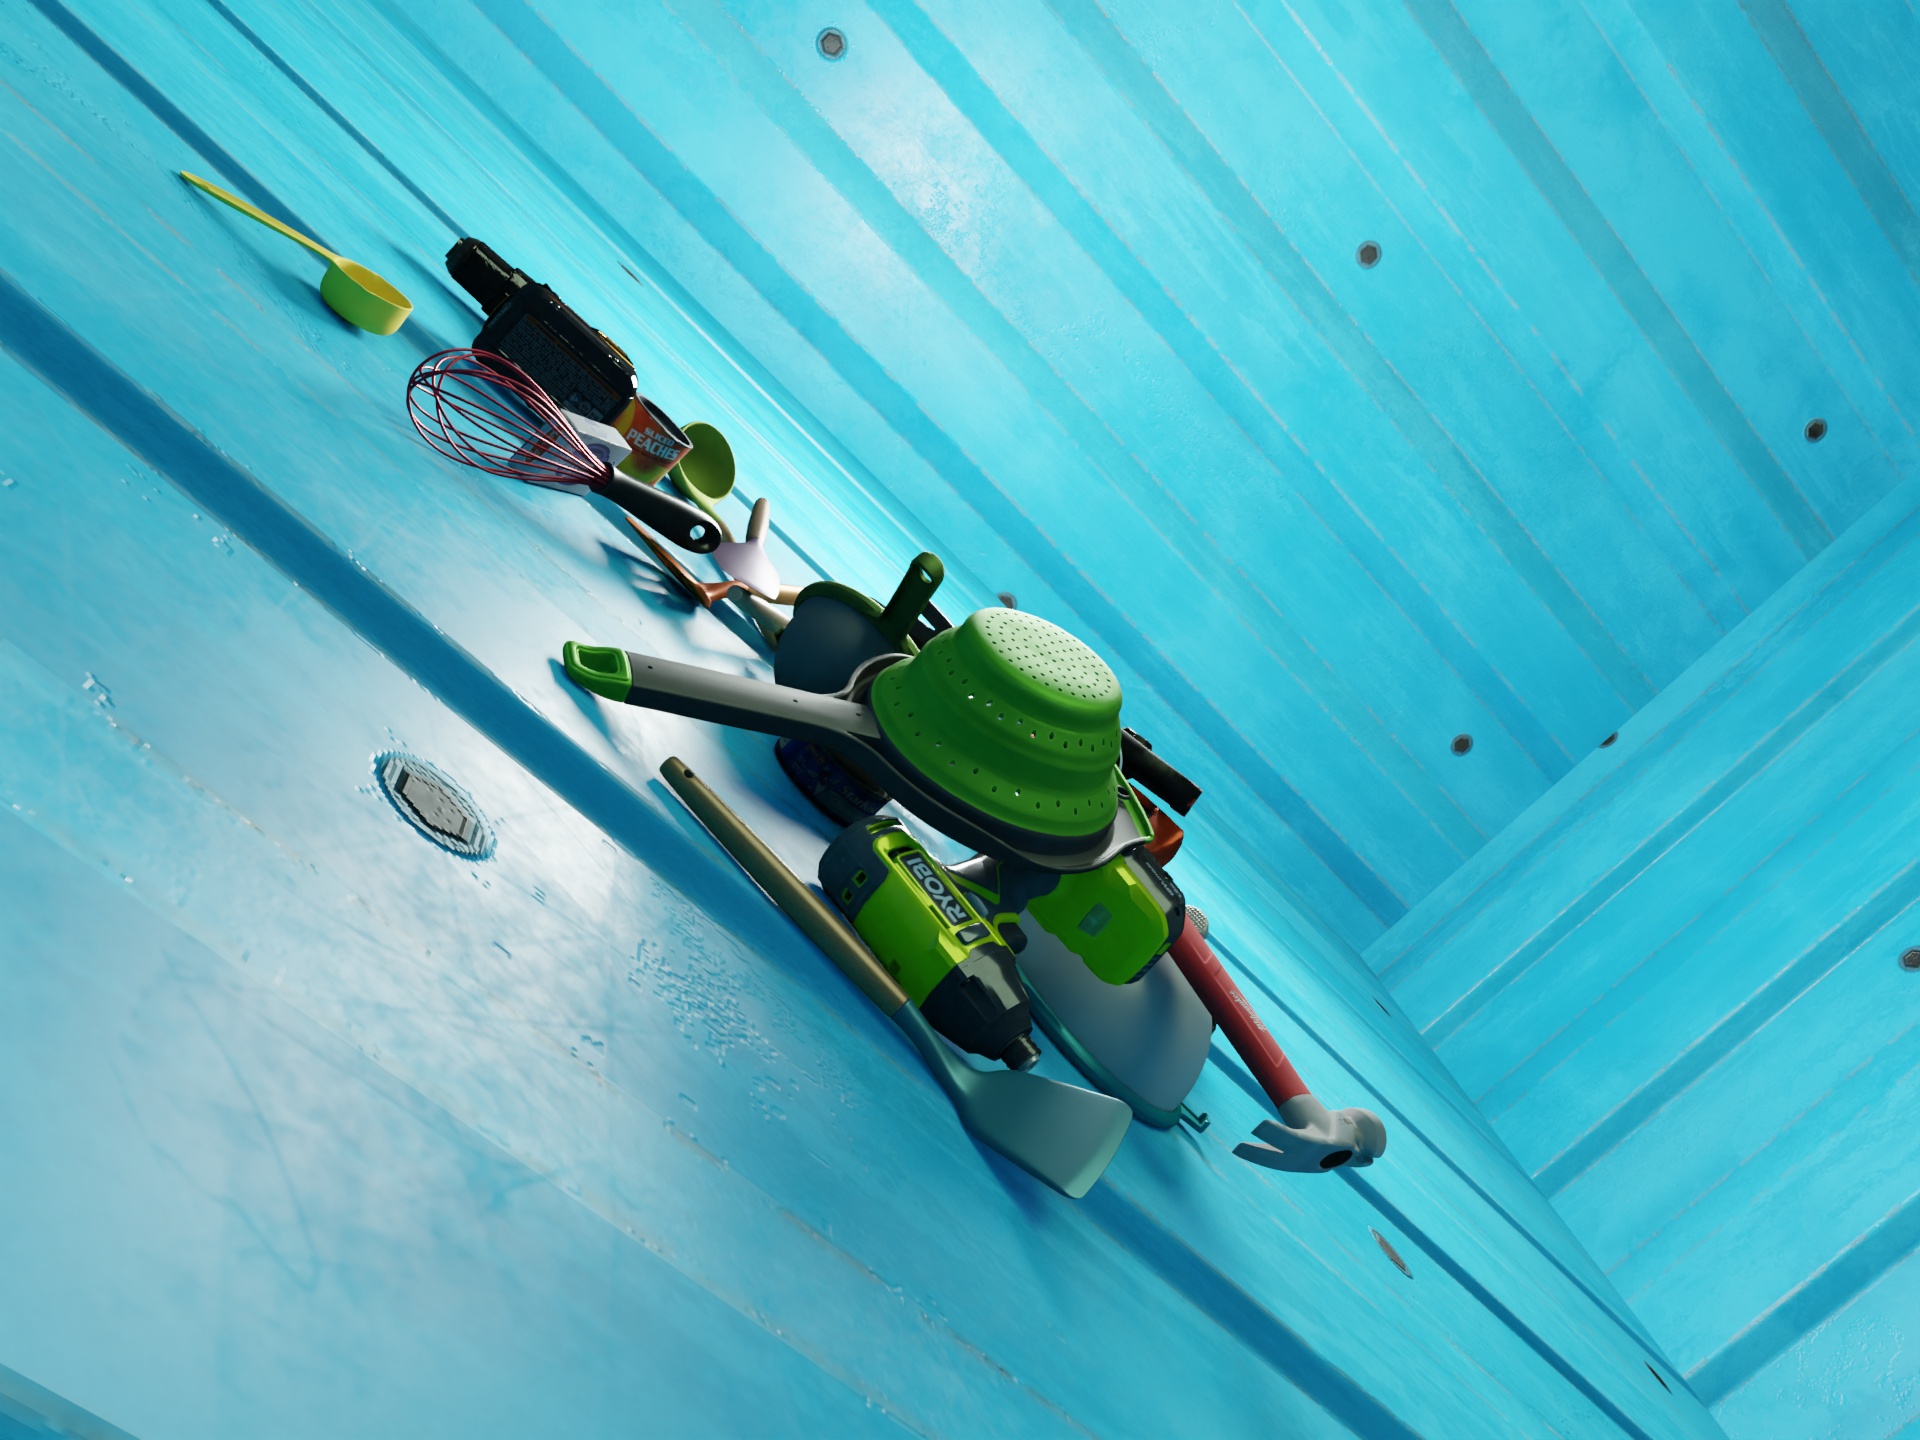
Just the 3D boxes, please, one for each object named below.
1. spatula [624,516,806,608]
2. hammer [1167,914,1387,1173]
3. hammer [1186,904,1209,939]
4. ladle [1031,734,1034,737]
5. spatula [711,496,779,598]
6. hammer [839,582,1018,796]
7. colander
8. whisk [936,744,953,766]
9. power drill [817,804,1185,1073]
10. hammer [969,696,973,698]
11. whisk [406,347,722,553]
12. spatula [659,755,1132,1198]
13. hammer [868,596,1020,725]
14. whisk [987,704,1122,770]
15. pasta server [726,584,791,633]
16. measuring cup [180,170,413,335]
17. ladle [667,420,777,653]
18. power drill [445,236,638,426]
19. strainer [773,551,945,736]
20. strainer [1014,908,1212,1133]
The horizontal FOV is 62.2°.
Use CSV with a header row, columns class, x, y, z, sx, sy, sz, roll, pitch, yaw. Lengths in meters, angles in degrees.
class,x,y,z,sx,sy,sz,roll,pitch,yaw
spatula,-0.159,-0.112,1.295,0.081,0.041,0.322,43,18,20
hammer,0.142,0.146,1.108,0.143,0.038,0.387,17,30,-45
hammer,0.093,0.111,1.511,0.411,0.038,0.146,46,-24,36
ladle,0.059,0.030,1.458,0.069,0.031,0.315,10,13,11
spatula,-0.172,-0.151,1.320,0.059,0.018,0.316,29,14,-13
hammer,-0.016,0.004,1.272,0.331,0.033,0.128,49,17,25
colander,-0.035,-0.021,0.958,0.396,0.094,0.205,13,31,-29
whisk,0.023,0.083,1.385,0.055,0.055,0.239,38,7,-44
power drill,0.037,0.124,0.984,0.171,0.080,0.223,49,32,21
hammer,0.000,-0.005,1.455,0.149,0.036,0.409,42,17,7
whisk,-0.257,-0.172,1.076,0.073,0.073,0.295,52,13,31
spatula,-0.044,0.129,0.853,0.317,0.044,0.082,45,36,3
hammer,-0.036,-0.070,1.376,0.130,0.031,0.331,48,-5,-22
whisk,-0.002,-0.003,1.191,0.285,0.070,0.070,23,-5,32
pasta server,-0.120,-0.069,1.323,0.060,0.040,0.316,49,4,19
measuring cup,-0.435,-0.301,1.034,0.156,0.029,0.062,30,15,-23
ladle,-0.199,-0.165,1.410,0.078,0.062,0.321,36,16,-44
power drill,-0.352,-0.323,1.321,0.185,0.084,0.226,42,5,-23
strainer,-0.073,-0.042,1.121,0.151,0.069,0.256,48,-28,4
strainer,0.087,0.167,1.132,0.340,0.095,0.211,38,12,-51
